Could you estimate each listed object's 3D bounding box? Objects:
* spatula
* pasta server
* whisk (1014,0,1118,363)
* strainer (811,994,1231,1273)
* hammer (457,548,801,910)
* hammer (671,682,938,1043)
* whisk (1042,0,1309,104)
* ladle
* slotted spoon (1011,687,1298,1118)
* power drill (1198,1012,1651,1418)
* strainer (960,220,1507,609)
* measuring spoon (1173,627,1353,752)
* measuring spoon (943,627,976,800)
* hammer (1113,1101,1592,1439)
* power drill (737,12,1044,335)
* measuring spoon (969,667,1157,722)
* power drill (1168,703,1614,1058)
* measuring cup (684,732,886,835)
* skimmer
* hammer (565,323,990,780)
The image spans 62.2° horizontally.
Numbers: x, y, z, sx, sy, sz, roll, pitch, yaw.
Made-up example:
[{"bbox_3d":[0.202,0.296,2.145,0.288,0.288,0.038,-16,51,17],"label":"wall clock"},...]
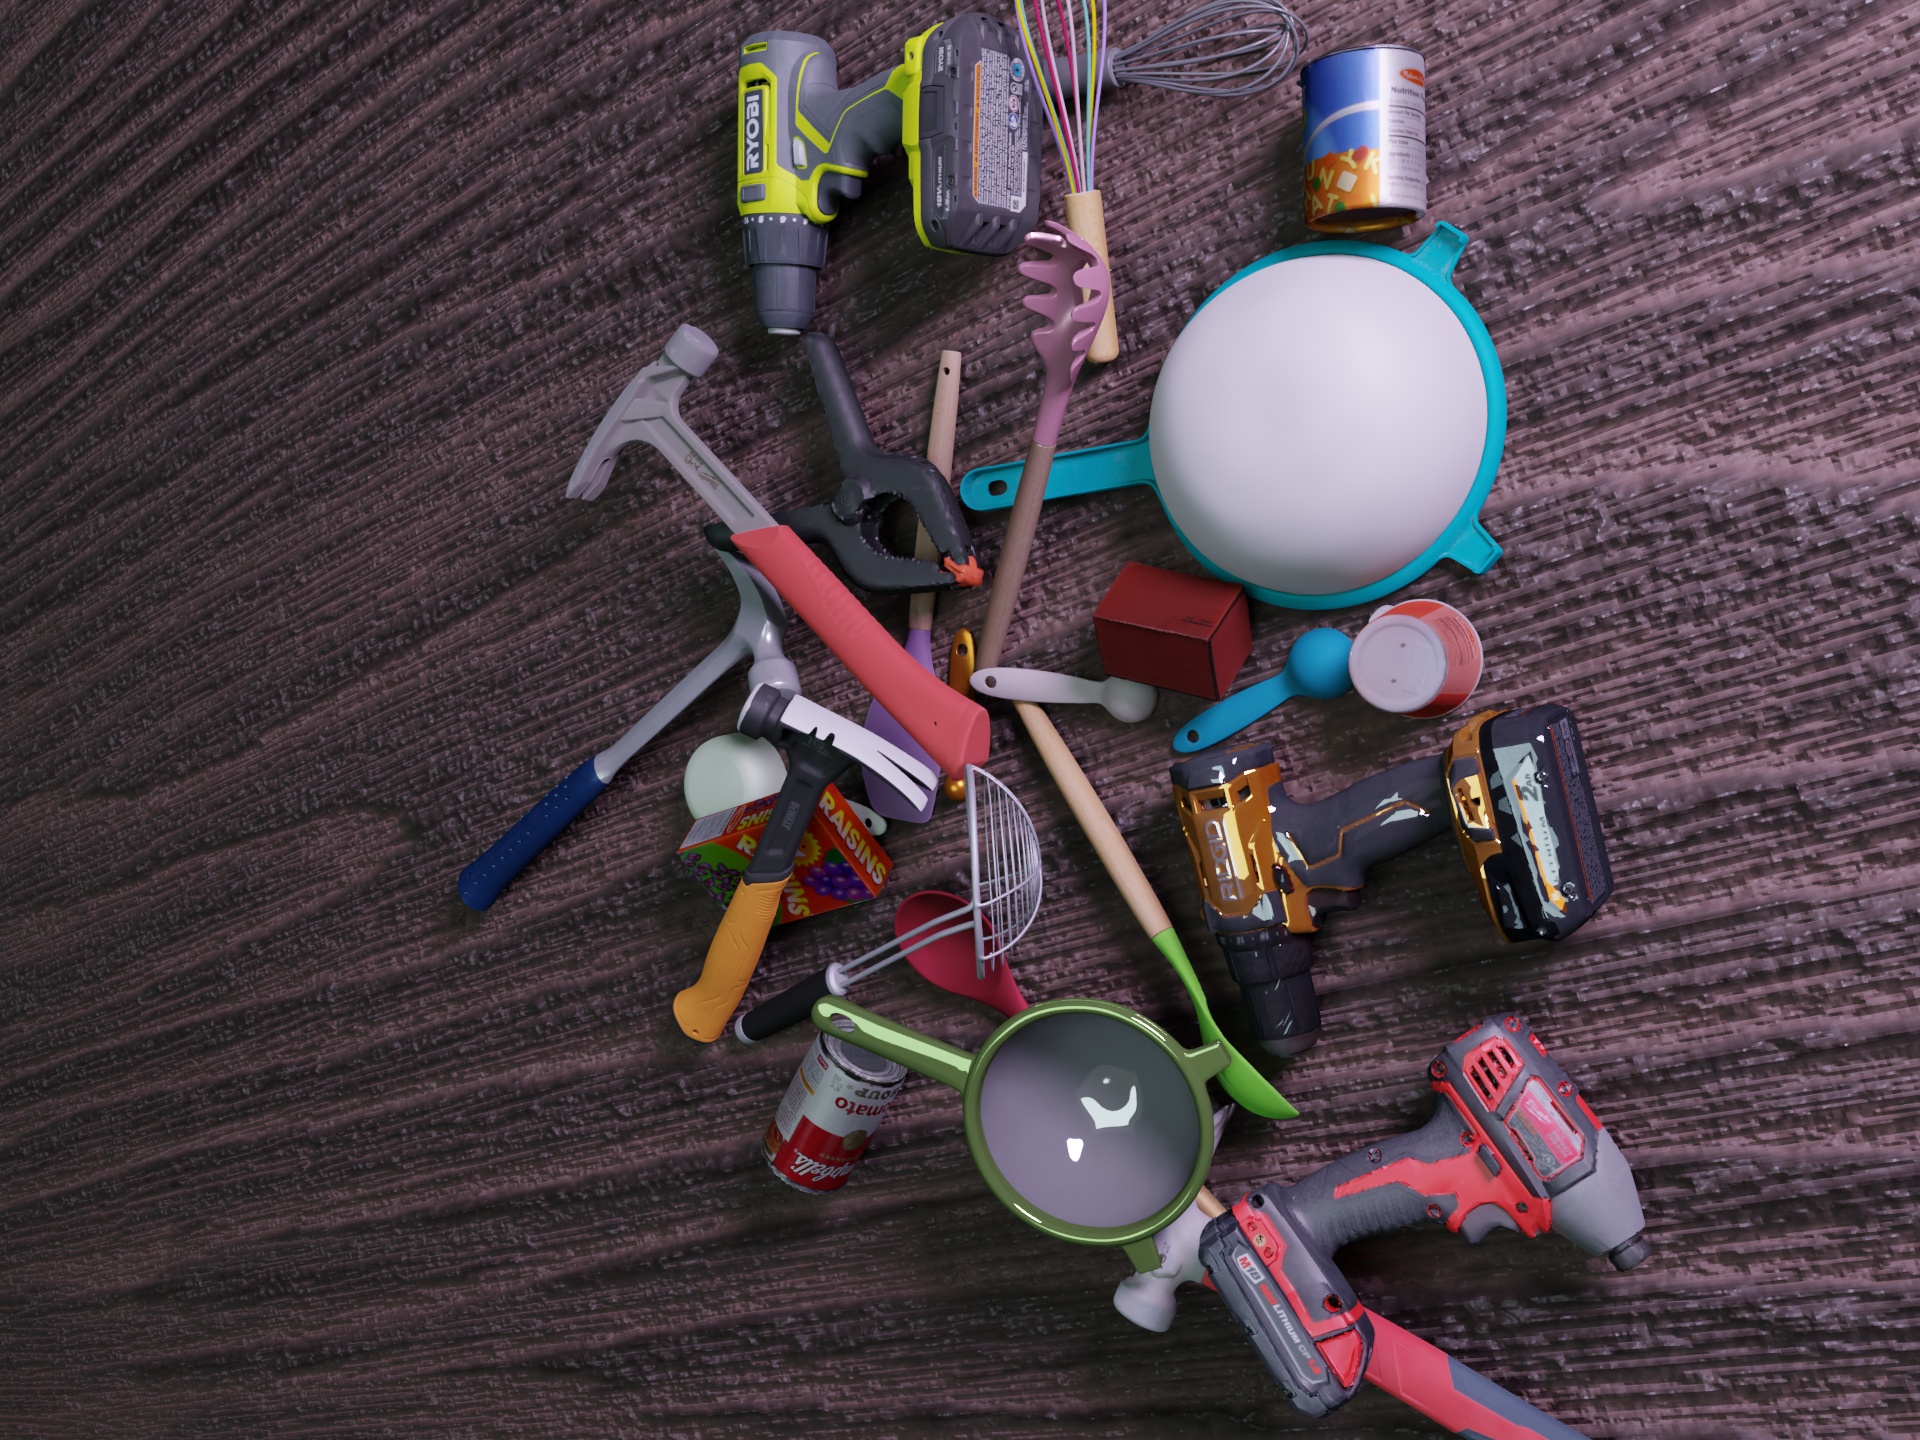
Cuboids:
[{"bbox_3d":[-0.026,-0.087,1.065,0.060,0.018,0.316,11,100,19],"label":"spatula"},{"bbox_3d":[0.037,-0.143,0.953,0.060,0.040,0.316,53,141,40],"label":"pasta server"},{"bbox_3d":[0.065,-0.335,0.944,0.051,0.047,0.244,4,114,33],"label":"whisk"},{"bbox_3d":[0.034,0.216,0.971,0.256,0.069,0.151,19,103,16],"label":"strainer"},{"bbox_3d":[-0.261,0.026,1.191,0.405,0.035,0.144,-38,52,32],"label":"hammer"},{"bbox_3d":[-0.129,0.120,1.078,0.127,0.034,0.336,27,131,-1],"label":"hammer"},{"bbox_3d":[0.095,-0.391,0.956,0.239,0.055,0.055,5,97,36],"label":"whisk"},{"bbox_3d":[0.074,0.225,1.026,0.316,0.031,0.069,44,119,19],"label":"ladle"},{"bbox_3d":[0.111,0.110,0.983,0.031,0.070,0.314,-31,70,3],"label":"slotted spoon"},{"bbox_3d":[0.253,0.275,0.865,0.219,0.078,0.143,-37,70,8],"label":"power drill"},{"bbox_3d":[0.132,-0.161,0.919,0.340,0.095,0.211,-6,91,30],"label":"strainer"},{"bbox_3d":[0.176,-0.013,0.946,0.128,0.021,0.042,-32,77,28],"label":"measuring spoon"},{"bbox_3d":[-0.002,-0.003,1.061,0.021,0.011,0.117,6,97,31],"label":"measuring spoon"},{"bbox_3d":[0.283,0.365,0.895,0.386,0.038,0.143,25,91,24],"label":"hammer"},{"bbox_3d":[-0.059,-0.347,1.017,0.229,0.080,0.190,10,103,42],"label":"power drill"},{"bbox_3d":[0.062,-0.019,1.005,0.124,0.018,0.034,6,100,20],"label":"measuring spoon"},{"bbox_3d":[0.237,0.092,0.888,0.226,0.084,0.185,-13,91,35],"label":"power drill"},{"bbox_3d":[-0.128,0.057,1.126,0.168,0.038,0.083,14,101,32],"label":"measuring cup"},{"bbox_3d":[-0.069,0.143,1.031,0.363,0.090,0.127,-34,49,42],"label":"skimmer"},{"bbox_3d":[-0.114,-0.091,1.038,0.359,0.036,0.149,47,111,18],"label":"hammer"}]
